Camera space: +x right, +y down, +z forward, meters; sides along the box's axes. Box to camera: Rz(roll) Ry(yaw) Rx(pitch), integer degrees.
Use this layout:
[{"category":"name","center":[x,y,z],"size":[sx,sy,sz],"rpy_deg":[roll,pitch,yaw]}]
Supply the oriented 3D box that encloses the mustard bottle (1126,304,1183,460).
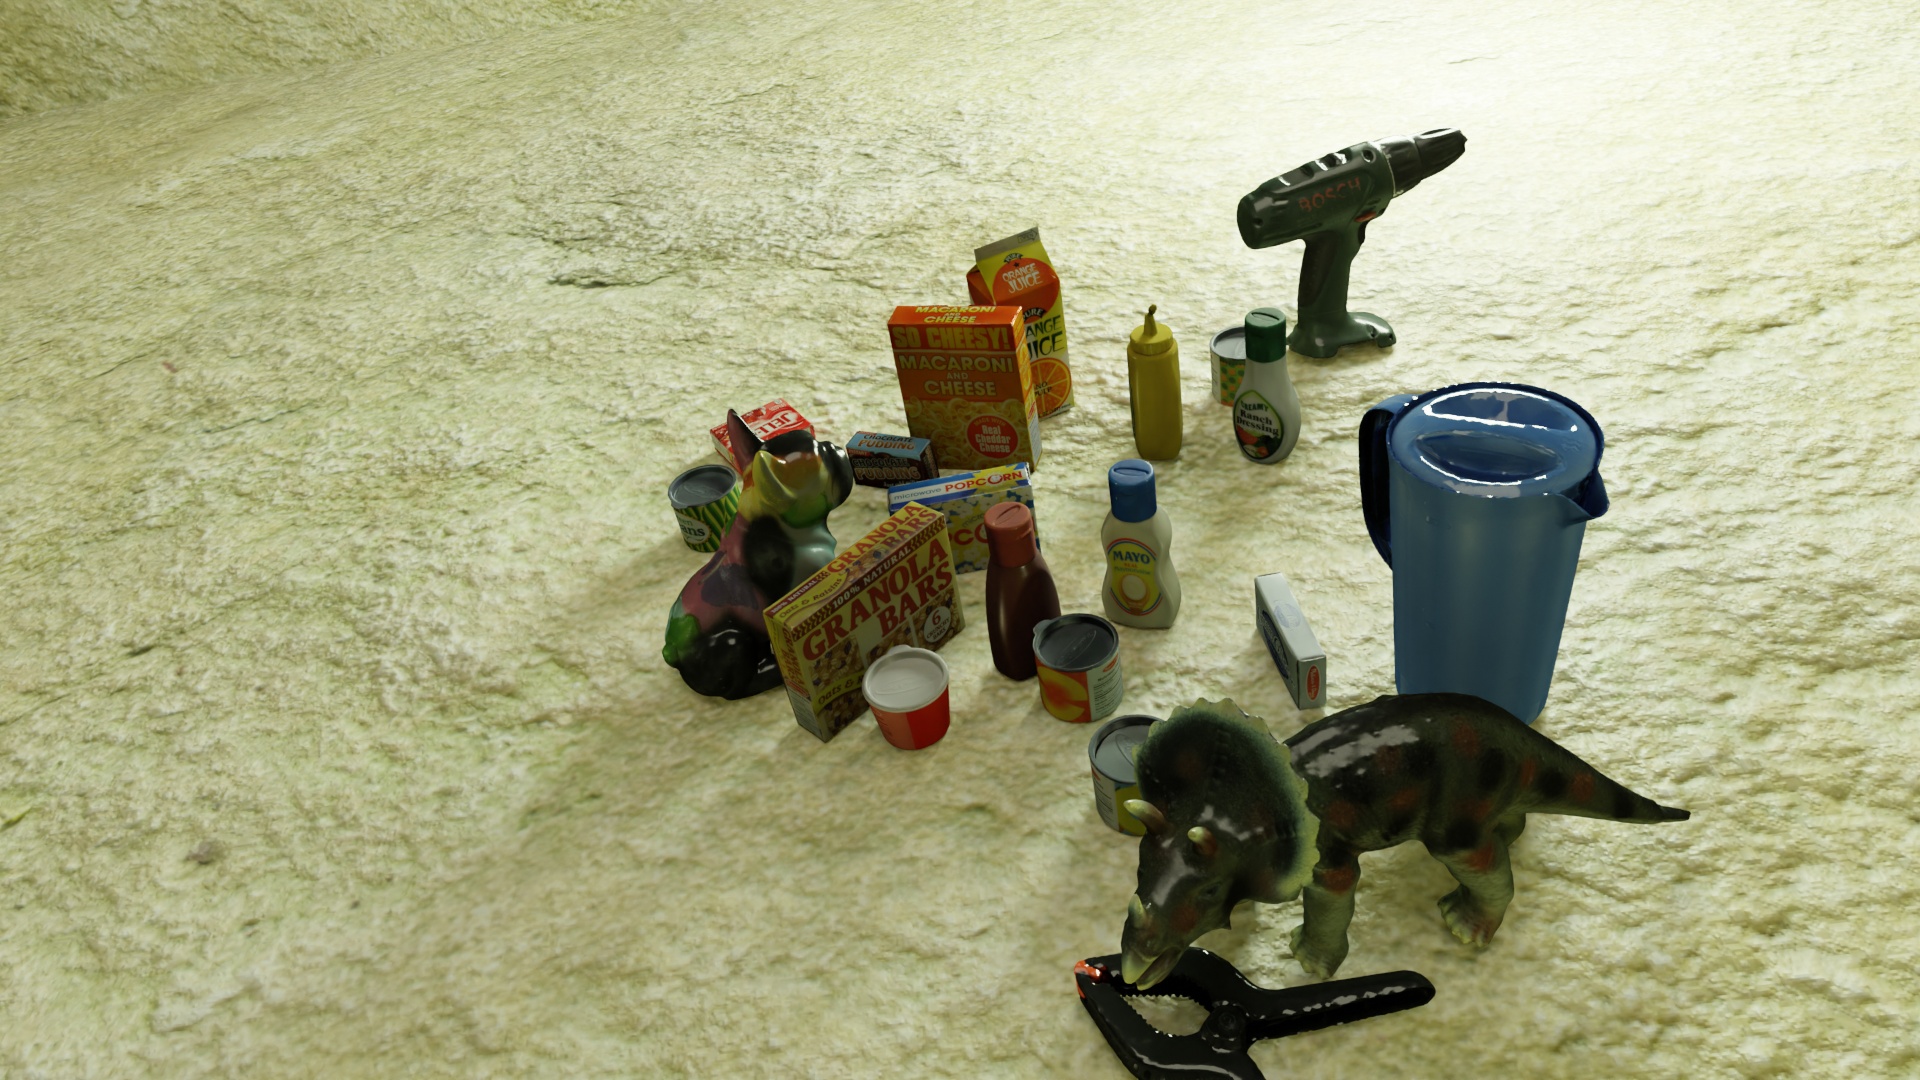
[{"category":"mustard bottle","center":[0.181,-0.152,1.298],"size":[0.049,0.159,0.066],"rpy_deg":[-4,38,9]}]

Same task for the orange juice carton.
[{"category":"orange juice carton","center":[0.058,-0.215,1.381],"size":[0.072,0.191,0.073],"rpy_deg":[-21,39,-13]}]

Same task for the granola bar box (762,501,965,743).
[{"category":"granola bar box","center":[-0.073,0.063,1.112],"size":[0.039,0.123,0.166],"rpy_deg":[25,50,37]}]

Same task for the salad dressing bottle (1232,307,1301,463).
[{"category":"salad dressing bottle","center":[0.279,-0.141,1.270],"size":[0.064,0.147,0.044],"rpy_deg":[24,49,36]}]

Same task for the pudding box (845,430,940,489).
[{"category":"pudding box","center":[-0.066,-0.076,1.350],"size":[0.084,0.049,0.030],"rpy_deg":[10,42,24]}]

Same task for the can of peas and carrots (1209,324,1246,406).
[{"category":"can of peas and carrots","center":[0.285,-0.173,1.383],"size":[0.071,0.058,0.071],"rpy_deg":[-7,38,5]}]

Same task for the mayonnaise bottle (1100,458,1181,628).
[{"category":"mayonnaise bottle","center":[0.142,0.004,1.117],"size":[0.065,0.147,0.041],"rpy_deg":[7,41,22]}]

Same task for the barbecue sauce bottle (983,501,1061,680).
[{"category":"barbecue sauce bottle","center":[0.047,0.038,1.096],"size":[0.065,0.147,0.044],"rpy_deg":[-36,44,-29]}]

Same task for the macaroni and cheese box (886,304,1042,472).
[{"category":"macaroni and cheese box","center":[0.006,-0.144,1.325],"size":[0.124,0.165,0.040],"rpy_deg":[3,40,17]}]

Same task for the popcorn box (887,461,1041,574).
[{"category":"popcorn box","center":[0.004,-0.015,1.226],"size":[0.127,0.084,0.038],"rpy_deg":[-10,37,0]}]

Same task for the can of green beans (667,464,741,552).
[{"category":"can of green beans","center":[-0.239,-0.030,1.326],"size":[0.071,0.057,0.071],"rpy_deg":[-7,38,5]}]

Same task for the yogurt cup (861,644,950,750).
[{"category":"yogurt cup","center":[-0.039,0.126,1.081],"size":[0.072,0.053,0.073],"rpy_deg":[-7,38,5]}]

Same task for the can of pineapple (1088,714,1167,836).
[{"category":"can of pineapple","center":[0.128,0.166,0.986],"size":[0.071,0.057,0.071],"rpy_deg":[-7,38,5]}]

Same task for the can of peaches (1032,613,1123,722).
[{"category":"can of peaches","center":[0.091,0.099,1.082],"size":[0.071,0.057,0.071],"rpy_deg":[-7,38,5]}]

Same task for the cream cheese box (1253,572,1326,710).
[{"category":"cream cheese box","center":[0.254,0.077,1.074],"size":[0.024,0.053,0.104],"rpy_deg":[-12,37,-1]}]
